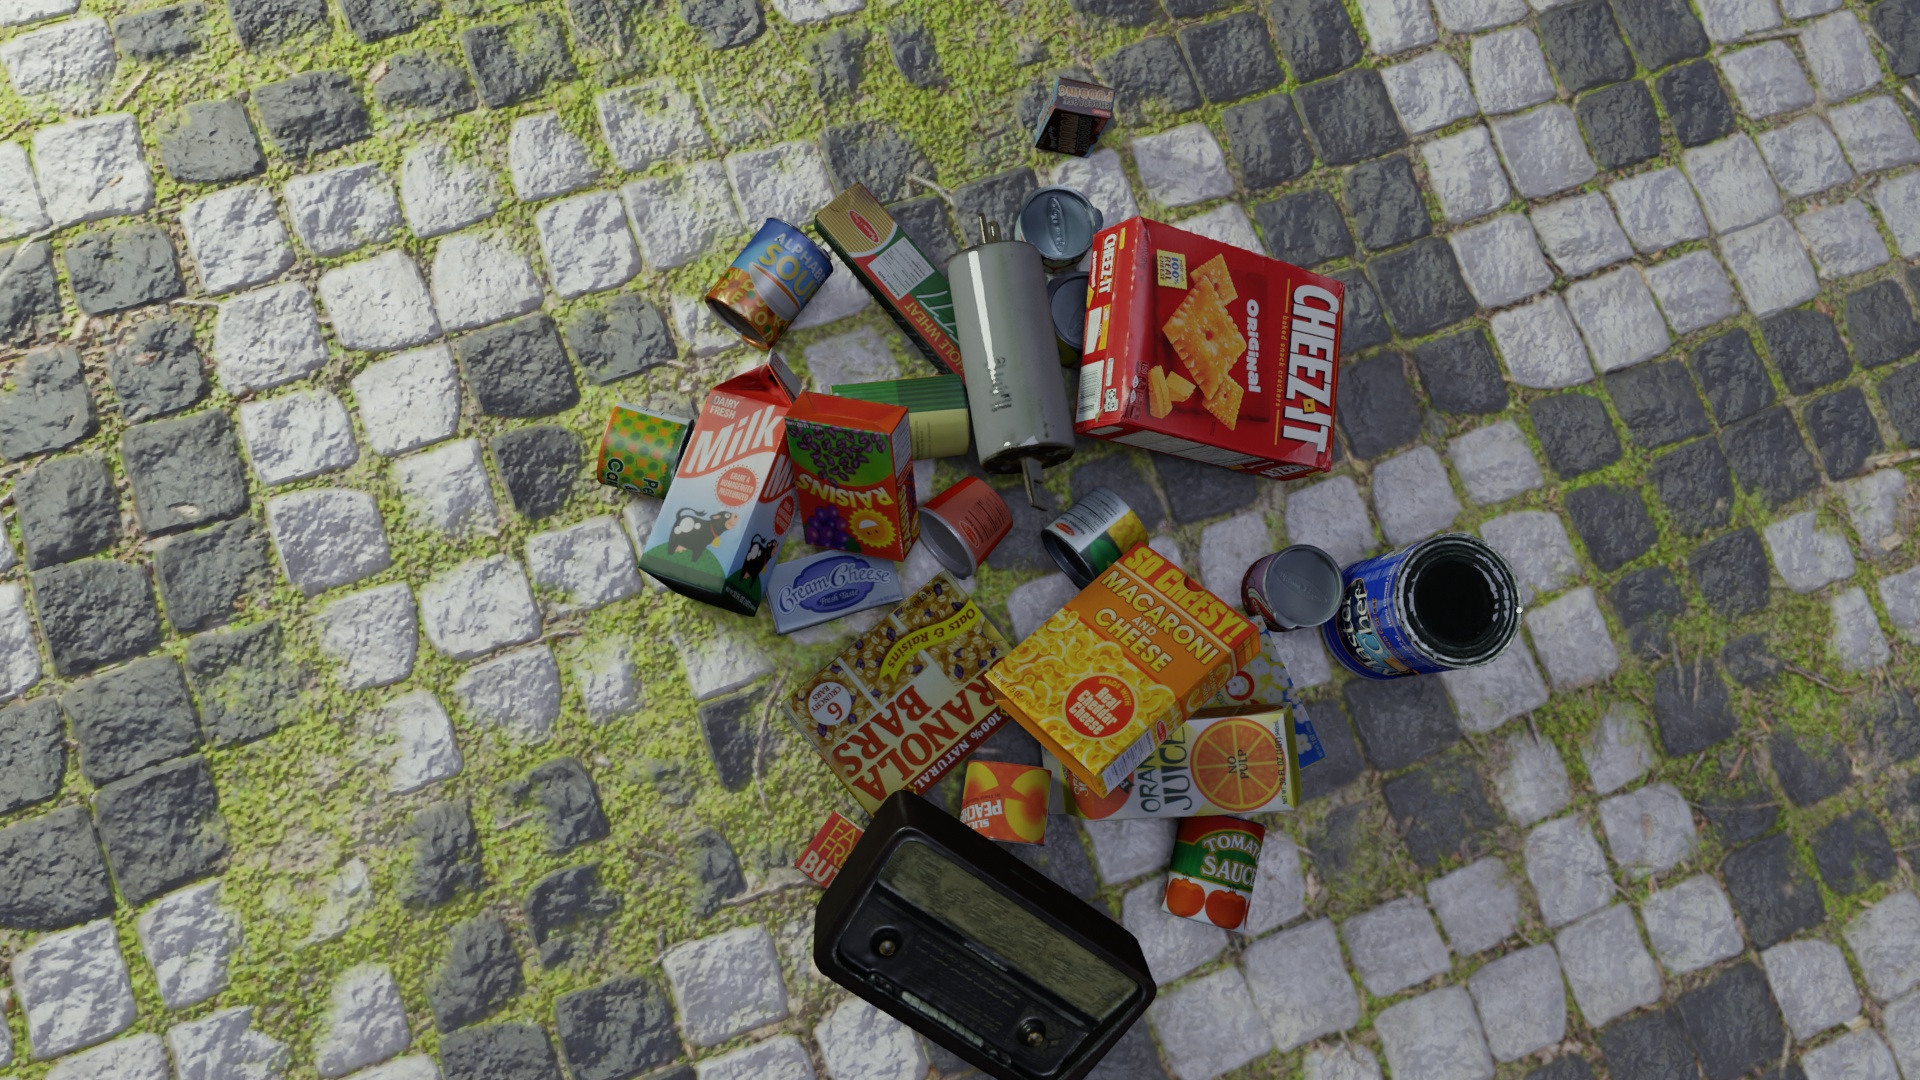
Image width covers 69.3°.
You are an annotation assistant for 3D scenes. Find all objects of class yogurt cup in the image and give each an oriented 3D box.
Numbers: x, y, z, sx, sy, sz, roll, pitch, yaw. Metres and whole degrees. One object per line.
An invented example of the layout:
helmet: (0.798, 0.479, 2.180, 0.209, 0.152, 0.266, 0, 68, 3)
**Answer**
yogurt cup: (0.004, -0.014, 1.090, 0.054, 0.072, 0.072, -42, 89, -21)

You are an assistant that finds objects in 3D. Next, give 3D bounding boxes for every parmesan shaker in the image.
parmesan shaker: (-0.048, -0.093, 1.093, 0.103, 0.071, 0.071, -6, 82, -6)

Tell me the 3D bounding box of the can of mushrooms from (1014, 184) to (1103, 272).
can of mushrooms: (0.082, -0.260, 1.159, 0.071, 0.033, 0.071, 1, 80, -8)

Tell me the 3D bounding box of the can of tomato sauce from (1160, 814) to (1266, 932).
can of tomato sauce: (0.195, 0.252, 1.069, 0.071, 0.071, 0.083, 15, 79, -6)

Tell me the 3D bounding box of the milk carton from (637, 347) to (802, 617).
milk carton: (-0.165, -0.047, 1.054, 0.073, 0.072, 0.191, 16, 75, 17)

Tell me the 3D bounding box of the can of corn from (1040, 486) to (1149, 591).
can of corn: (0.108, 0.001, 1.103, 0.058, 0.071, 0.071, -40, 88, -13)

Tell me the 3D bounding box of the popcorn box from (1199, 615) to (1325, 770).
popcorn box: (0.224, 0.134, 1.110, 0.085, 0.038, 0.127, -23, 84, -10)

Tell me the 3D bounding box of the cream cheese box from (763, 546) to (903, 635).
cream cheese box: (-0.100, 0.035, 1.085, 0.104, 0.024, 0.053, -16, 81, -11)

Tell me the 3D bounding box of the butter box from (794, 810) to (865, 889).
butter box: (-0.069, 0.254, 1.052, 0.103, 0.024, 0.053, 36, 77, -2)

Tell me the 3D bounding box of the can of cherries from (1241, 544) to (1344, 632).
can of cherries: (0.265, 0.041, 1.122, 0.071, 0.058, 0.071, 1, 81, -9)

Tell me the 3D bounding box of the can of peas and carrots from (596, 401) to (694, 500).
can of peas and carrots: (-0.241, -0.066, 1.060, 0.059, 0.071, 0.071, 15, 79, -5)

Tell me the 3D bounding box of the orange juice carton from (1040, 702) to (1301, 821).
orange juice carton: (0.156, 0.168, 1.054, 0.192, 0.073, 0.072, -6, 88, 16)

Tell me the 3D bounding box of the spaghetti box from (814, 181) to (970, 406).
spaghetti box: (-0.021, -0.182, 1.132, 0.050, 0.028, 0.250, -41, 88, -13)

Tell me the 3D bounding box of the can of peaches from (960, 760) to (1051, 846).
can of peaches: (0.033, 0.199, 1.054, 0.071, 0.071, 0.058, 9, 79, -7)

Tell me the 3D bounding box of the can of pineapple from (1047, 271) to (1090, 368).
can of pineapple: (0.096, -0.181, 1.135, 0.071, 0.057, 0.071, 2, 80, -9)

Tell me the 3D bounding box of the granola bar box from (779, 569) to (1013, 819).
granola bar box: (-0.037, 0.121, 1.072, 0.166, 0.039, 0.124, -39, 88, -13)

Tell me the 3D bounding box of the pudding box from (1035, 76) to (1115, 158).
pudding box: (0.094, -0.350, 1.152, 0.050, 0.083, 0.030, 9, 82, -7)

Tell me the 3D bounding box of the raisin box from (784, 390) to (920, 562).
raisin box: (-0.080, -0.047, 1.043, 0.086, 0.122, 0.040, 9, 42, 16)

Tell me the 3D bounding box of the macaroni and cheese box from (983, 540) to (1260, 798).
macaroni and cheese box: (0.121, 0.091, 1.032, 0.167, 0.040, 0.124, -40, 54, -15)

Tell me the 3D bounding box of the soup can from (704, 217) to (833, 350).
soup can: (-0.150, -0.201, 1.095, 0.071, 0.071, 0.084, 36, 78, -1)
